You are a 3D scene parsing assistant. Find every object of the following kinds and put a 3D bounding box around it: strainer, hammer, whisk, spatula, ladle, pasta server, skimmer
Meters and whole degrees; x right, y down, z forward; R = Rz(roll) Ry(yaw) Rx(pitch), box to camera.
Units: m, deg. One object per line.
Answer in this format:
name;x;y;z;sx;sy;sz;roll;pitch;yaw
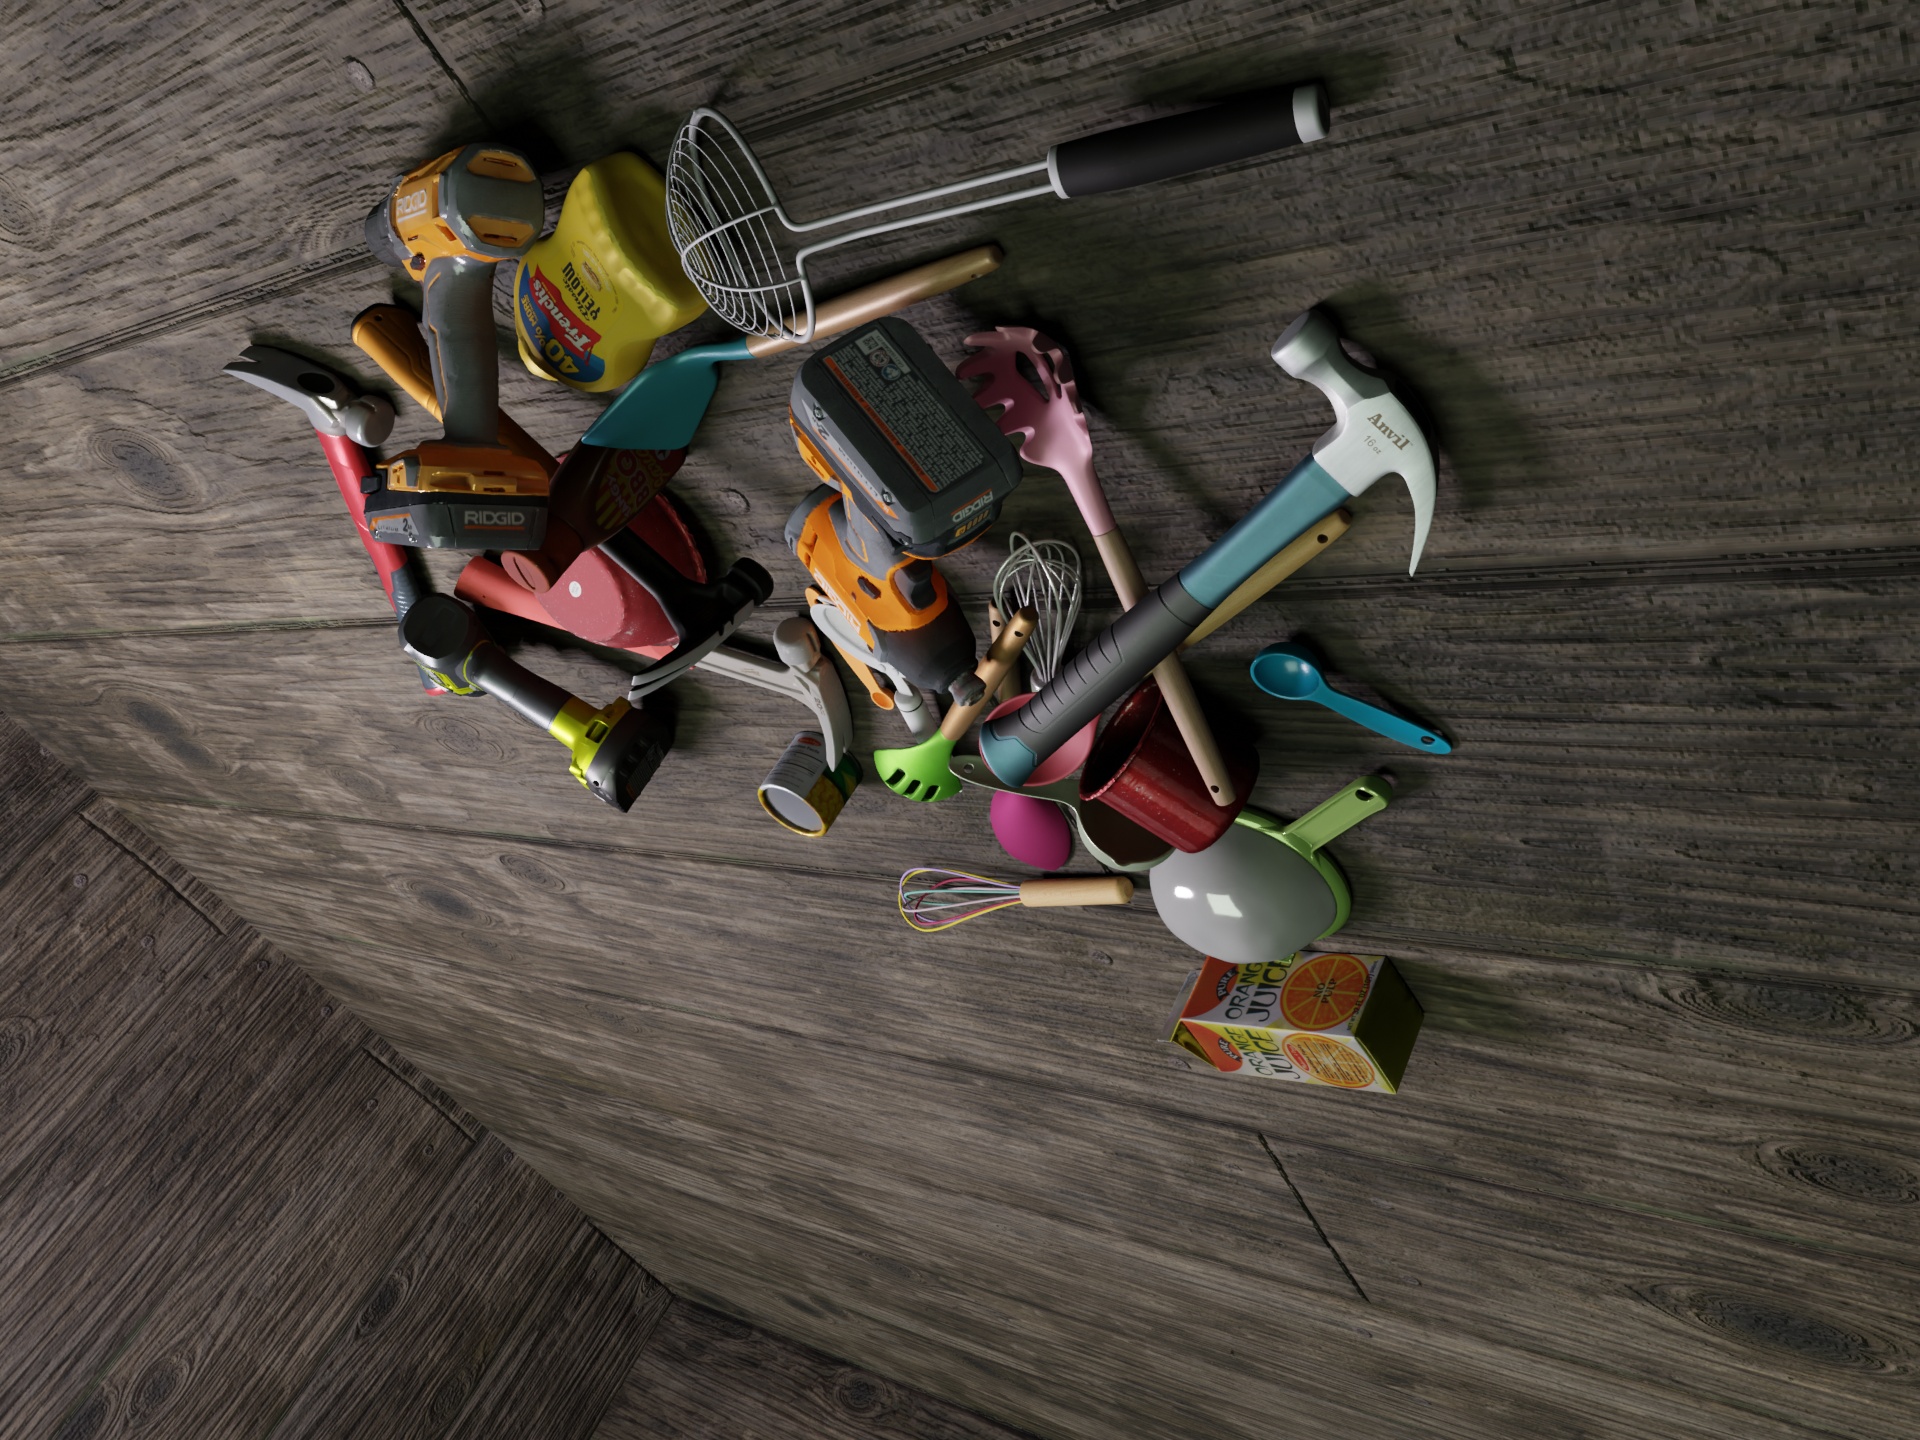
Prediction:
strainer;0.206;0.107;1.064;0.151;0.069;0.256;34;151;-2
hammer;0.116;-0.063;0.846;0.128;0.033;0.331;39;130;-10
hammer;-0.252;-0.062;1.265;0.359;0.037;0.149;17;146;23
whisk;0.056;-0.034;1.030;0.059;0.058;0.246;55;166;33
spatula;-0.097;-0.210;0.908;0.317;0.082;0.044;-7;89;42
hammer;-0.504;-0.152;1.360;0.143;0.038;0.386;25;148;15
ladle;0.114;-0.040;0.940;0.069;0.031;0.315;35;139;-15
strainer;-0.040;-0.023;1.130;0.087;0.050;0.258;19;153;31
pasta server;0.088;-0.079;0.884;0.060;0.040;0.316;-8;118;40
hammer;-0.289;-0.161;1.072;0.337;0.127;0.034;41;150;6
whisk;0.039;0.145;1.294;0.245;0.047;0.051;-8;145;42
skimmer;0.003;-0.261;0.765;0.363;0.090;0.127;-3;124;29

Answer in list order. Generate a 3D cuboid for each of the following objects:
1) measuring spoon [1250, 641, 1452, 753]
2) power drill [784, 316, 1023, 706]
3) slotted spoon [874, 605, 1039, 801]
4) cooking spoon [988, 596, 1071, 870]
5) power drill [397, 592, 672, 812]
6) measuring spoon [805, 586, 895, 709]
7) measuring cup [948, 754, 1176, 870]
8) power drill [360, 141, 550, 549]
measuring spoon;0.231;-0.015;0.929;0.128;0.021;0.042;24;149;-5
power drill;-0.030;-0.104;0.904;0.164;0.084;0.226;52;162;13
slotted spoon;-0.002;-0.003;1.062;0.070;0.031;0.313;24;153;-6
cooking spoon;0.041;0.020;1.138;0.069;0.017;0.318;18;147;20
power drill;-0.369;-0.014;1.382;0.228;0.080;0.190;32;167;1
measuring spoon;-0.078;-0.053;1.152;0.021;0.011;0.116;0;133;43
measuring cup;0.073;0.054;1.084;0.167;0.083;0.038;14;159;6
power drill;-0.312;-0.219;0.955;0.185;0.084;0.226;12;102;51
